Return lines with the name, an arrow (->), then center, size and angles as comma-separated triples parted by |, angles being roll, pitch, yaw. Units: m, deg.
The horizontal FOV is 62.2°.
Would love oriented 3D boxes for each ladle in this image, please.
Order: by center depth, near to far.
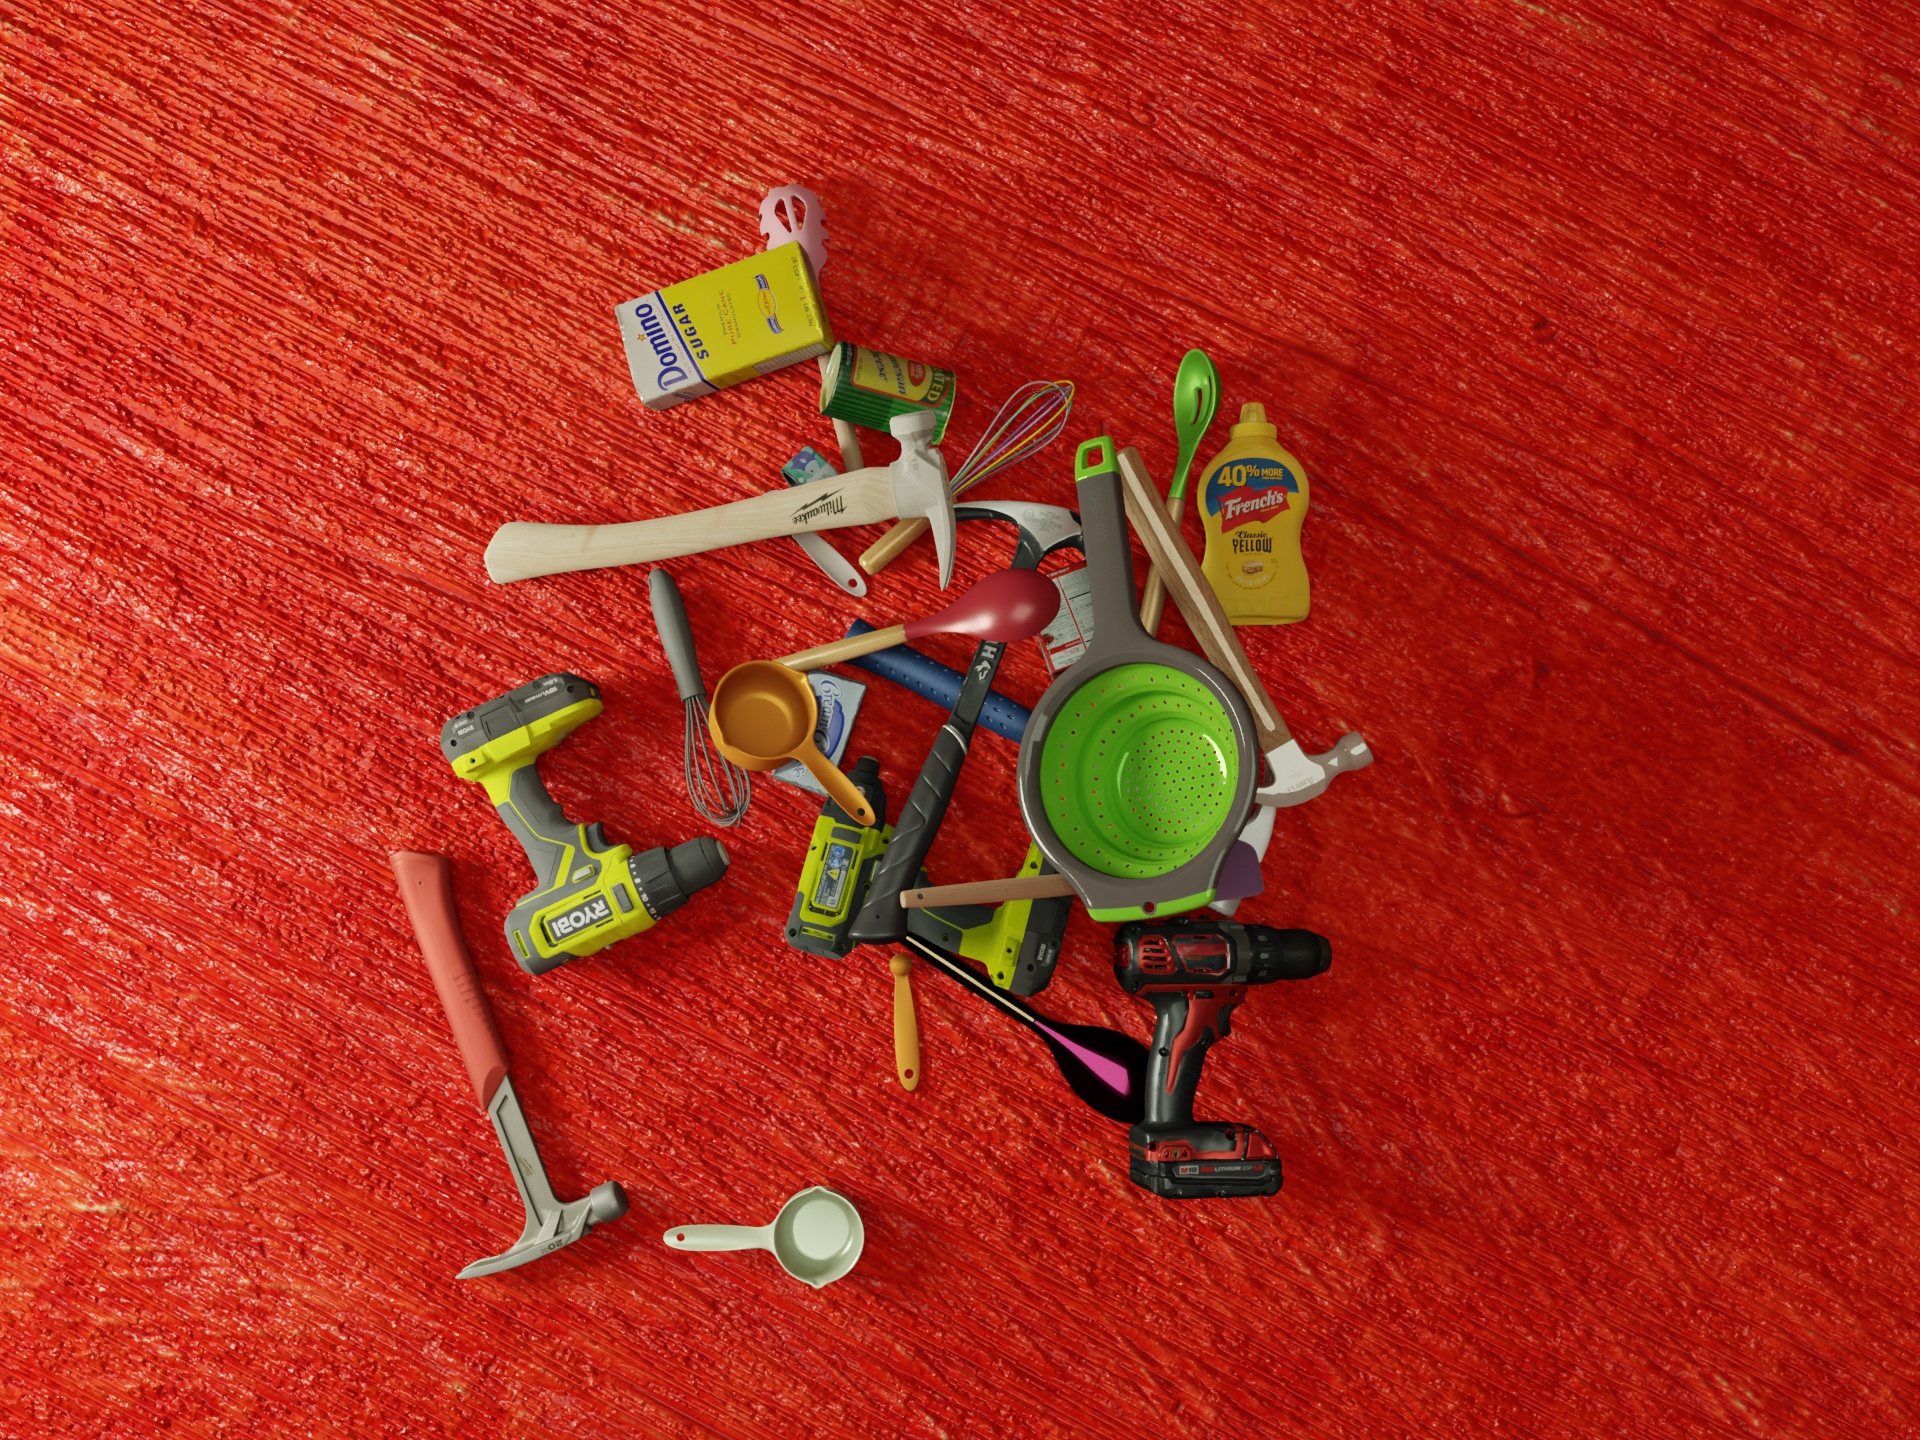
ladle -> -0.067, -0.068, 1.333 | 0.315, 0.031, 0.069 | -14, 60, 21

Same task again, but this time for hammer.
hammer -> -0.002, -0.004, 1.323 | 0.149, 0.036, 0.409 | 19, 74, 11
hammer -> 0.208, -0.077, 1.333 | 0.130, 0.031, 0.331 | -29, 89, 6
hammer -> -0.207, -0.154, 1.346 | 0.410, 0.038, 0.146 | -8, 101, 12
hammer -> -0.414, 0.280, 1.346 | 0.149, 0.036, 0.359 | -22, 86, -2
hammer -> 0.084, 0.014, 1.374 | 0.405, 0.035, 0.144 | 27, 85, 2

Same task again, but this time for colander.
colander -> 0.147, -0.035, 1.299 | 0.204, 0.094, 0.397 | -13, 75, 27

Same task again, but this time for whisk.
whisk -> -0.229, -0.020, 1.373 | 0.055, 0.055, 0.239 | -18, 80, -2
whisk -> 0.006, -0.215, 1.397 | 0.245, 0.051, 0.047 | -42, 66, 0

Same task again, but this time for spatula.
spatula -> 0.103, 0.130, 1.295 | 0.315, 0.018, 0.060 | -4, 70, -19

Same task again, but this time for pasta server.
pasta server -> -0.120, -0.328, 1.411 | 0.060, 0.040, 0.316 | -14, 89, -2

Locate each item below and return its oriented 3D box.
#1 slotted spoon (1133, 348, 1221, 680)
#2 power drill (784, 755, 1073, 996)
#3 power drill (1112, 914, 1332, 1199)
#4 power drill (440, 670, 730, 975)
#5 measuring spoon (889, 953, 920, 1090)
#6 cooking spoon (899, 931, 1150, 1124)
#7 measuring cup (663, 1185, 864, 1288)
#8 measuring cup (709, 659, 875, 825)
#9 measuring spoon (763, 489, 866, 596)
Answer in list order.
slotted spoon -> 0.182, -0.167, 1.384 | 0.031, 0.070, 0.314 | 13, 88, -22
power drill -> -0.019, 0.133, 1.336 | 0.223, 0.080, 0.171 | 15, 73, 2
power drill -> 0.223, 0.277, 1.330 | 0.188, 0.080, 0.227 | 1, 82, -11
power drill -> -0.320, 0.078, 1.346 | 0.190, 0.080, 0.228 | -25, 88, -2
measuring spoon -> -0.047, 0.259, 1.362 | 0.021, 0.011, 0.117 | -5, 85, -1
cooking spoon -> 0.041, 0.243, 1.361 | 0.319, 0.017, 0.069 | 33, 82, 2
measuring cup -> -0.163, 0.430, 1.335 | 0.167, 0.038, 0.083 | -1, 85, 1
measuring cup -> -0.138, 0.029, 1.331 | 0.173, 0.052, 0.095 | 47, 65, 1
measuring spoon -> -0.129, -0.153, 1.401 | 0.124, 0.018, 0.034 | 44, 86, -3
